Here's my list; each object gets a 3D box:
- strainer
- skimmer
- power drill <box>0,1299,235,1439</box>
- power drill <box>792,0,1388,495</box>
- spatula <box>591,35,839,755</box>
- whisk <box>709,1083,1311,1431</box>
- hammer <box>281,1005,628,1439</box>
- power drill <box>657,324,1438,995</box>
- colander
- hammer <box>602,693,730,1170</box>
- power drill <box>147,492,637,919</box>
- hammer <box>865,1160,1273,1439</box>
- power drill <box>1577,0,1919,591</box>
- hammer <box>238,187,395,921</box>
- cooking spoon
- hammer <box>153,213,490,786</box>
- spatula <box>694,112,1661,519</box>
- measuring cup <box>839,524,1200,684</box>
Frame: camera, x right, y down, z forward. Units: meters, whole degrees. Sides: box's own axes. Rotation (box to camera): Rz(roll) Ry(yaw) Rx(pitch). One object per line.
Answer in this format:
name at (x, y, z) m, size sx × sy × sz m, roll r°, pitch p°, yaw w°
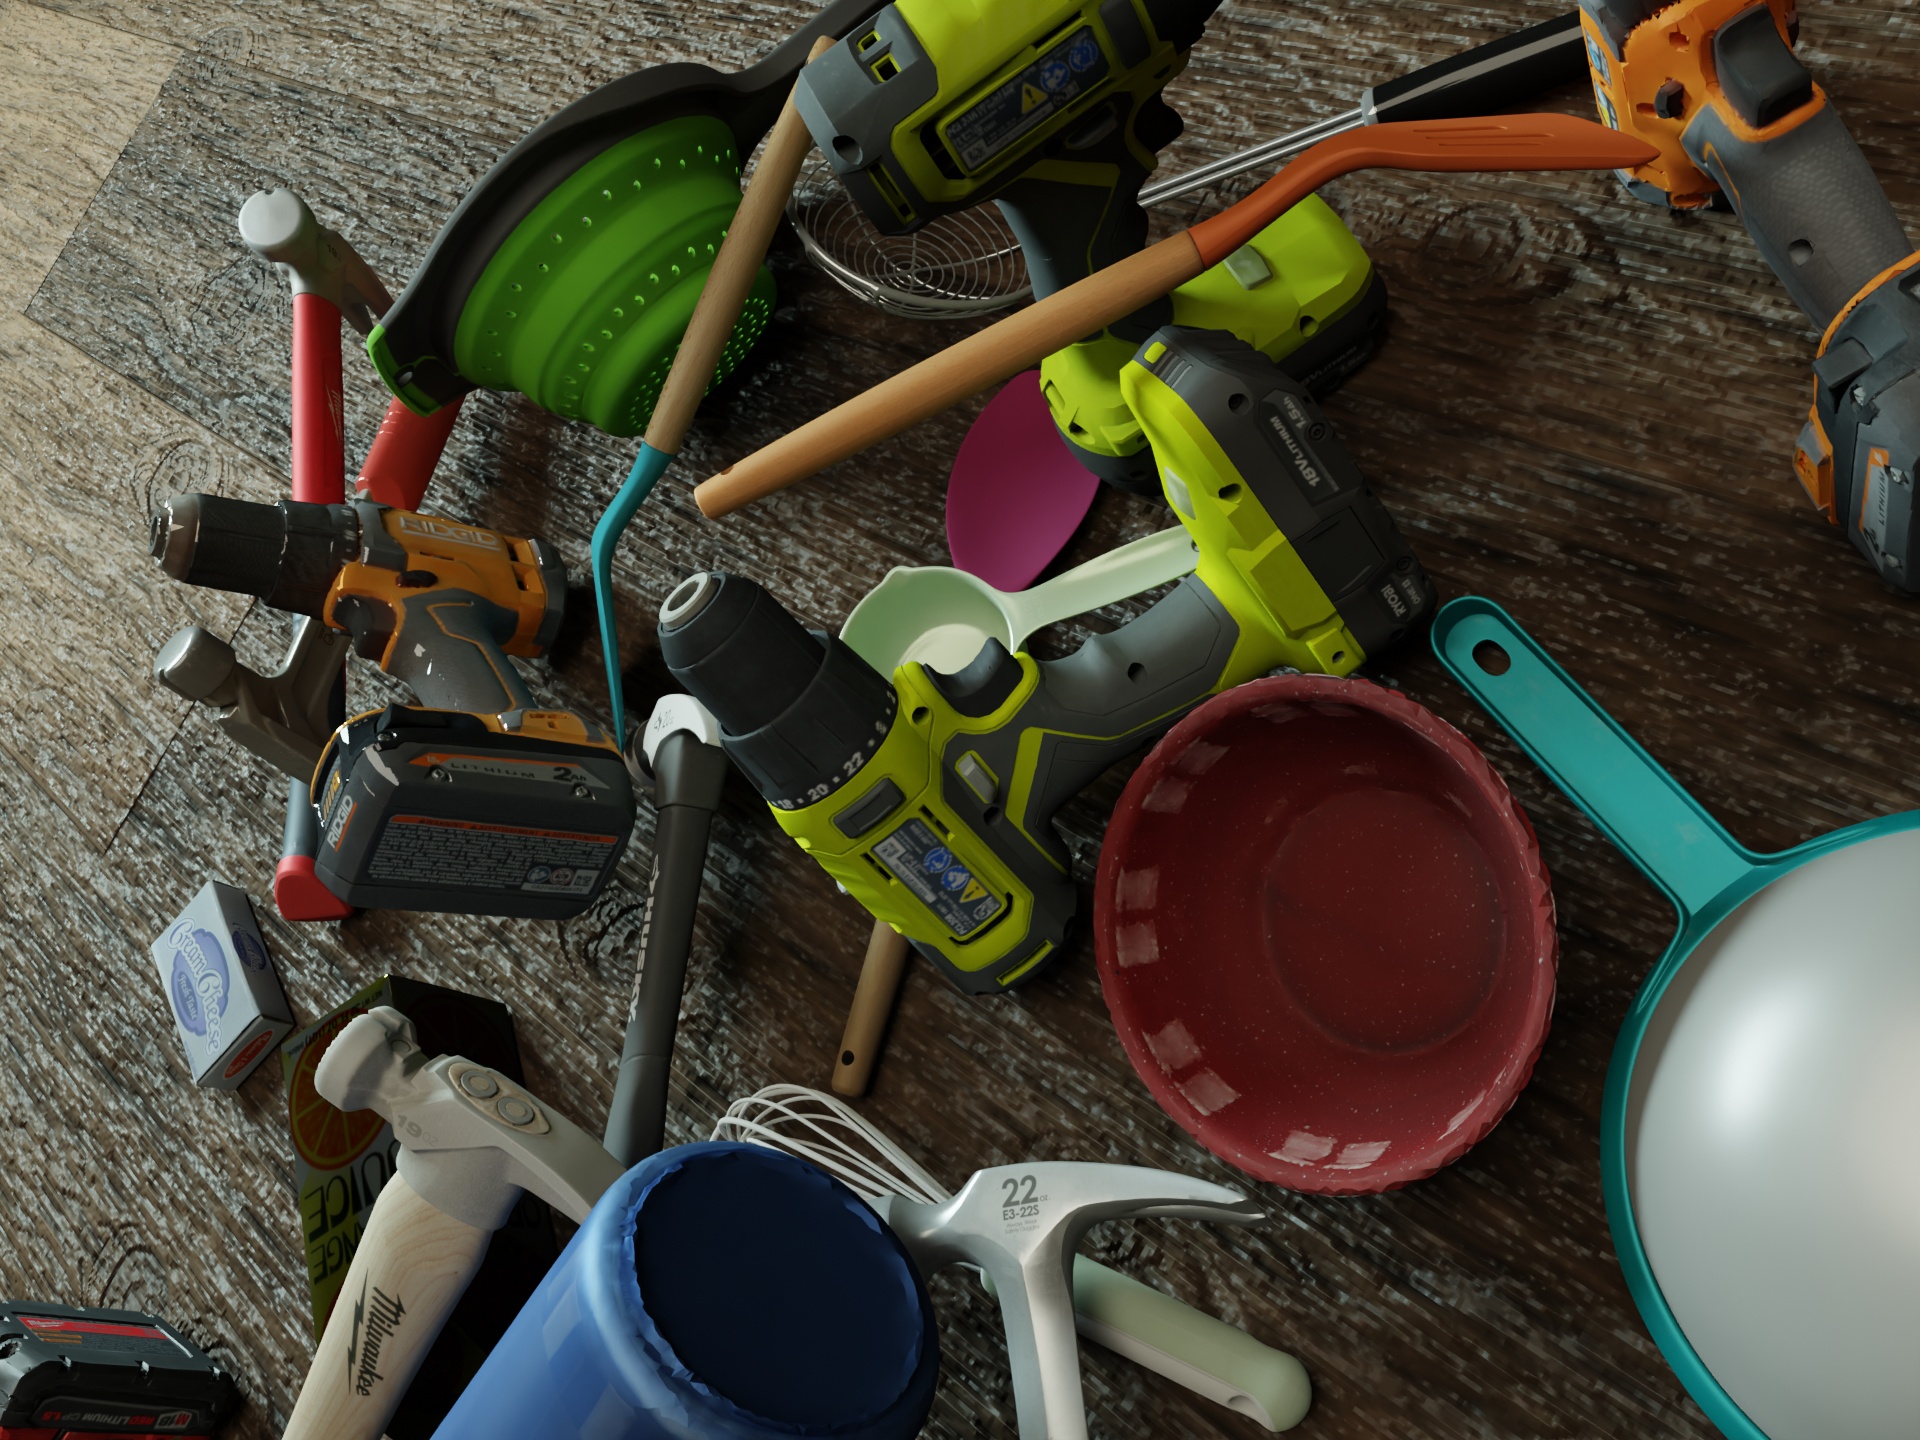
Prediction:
strainer at (0.236, 0.068, 0.435) m, size 0.211 × 0.095 × 0.341 m, roll -42°, pitch 56°, yaw 11°
skimmer at (0.101, -0.250, 0.651) m, size 0.363 × 0.090 × 0.127 m, roll -12°, pitch 50°, yaw 27°
power drill at (-0.431, 0.378, 0.698) m, size 0.079 × 0.143 × 0.220 m, roll 11°, pitch 75°, yaw 38°
power drill at (0.067, -0.189, 0.561) m, size 0.171 × 0.223 × 0.080 m, roll -33°, pitch 56°, yaw 10°
spatula at (-0.112, -0.140, 0.698) m, size 0.317 × 0.044 × 0.082 m, roll -64°, pitch 23°, yaw 14°
whisk at (0.007, 0.187, 0.562) m, size 0.246 × 0.057 × 0.059 m, roll 15°, pitch 49°, yaw 31°
hammer at (-0.251, 0.311, 0.621) m, size 0.146 × 0.038 × 0.410 m, roll 32°, pitch 107°, yaw 9°
power drill at (0.029, -0.028, 0.552) m, size 0.228 × 0.190 × 0.080 m, roll -38°, pitch 29°, yaw 7°
colander at (-0.097, -0.259, 0.777) m, size 0.397 × 0.204 × 0.094 m, roll -42°, pitch 88°, yaw -8°
hammer at (-0.127, 0.151, 0.639) m, size 0.146 × 0.035 × 0.335 m, roll -18°, pitch 62°, yaw 63°
power drill at (-0.251, -0.021, 0.700) m, size 0.084 × 0.185 × 0.226 m, roll -58°, pitch 41°, yaw 27°
hammer at (0.046, 0.315, 0.416) m, size 0.144 × 0.035 × 0.406 m, roll -18°, pitch 55°, yaw 16°
power drill at (0.257, -0.167, 0.477) m, size 0.084 × 0.164 × 0.227 m, roll -28°, pitch 60°, yaw 18°
hammer at (-0.345, -0.083, 0.873) m, size 0.038 × 0.143 × 0.386 m, roll -6°, pitch 77°, yaw 3°
cooking spoon at (-0.001, -0.002, 0.660) m, size 0.069 × 0.017 × 0.319 m, roll 11°, pitch 76°, yaw 24°
hammer at (-0.294, -0.133, 0.856) m, size 0.037 × 0.149 × 0.359 m, roll -10°, pitch 54°, yaw 32°
spatula at (0.059, -0.135, 0.524) m, size 0.322 × 0.041 × 0.081 m, roll -25°, pitch 28°, yaw 9°
measuring cup at (0.032, -0.037, 0.629) m, size 0.167 × 0.038 × 0.083 m, roll -22°, pitch 66°, yaw 10°
